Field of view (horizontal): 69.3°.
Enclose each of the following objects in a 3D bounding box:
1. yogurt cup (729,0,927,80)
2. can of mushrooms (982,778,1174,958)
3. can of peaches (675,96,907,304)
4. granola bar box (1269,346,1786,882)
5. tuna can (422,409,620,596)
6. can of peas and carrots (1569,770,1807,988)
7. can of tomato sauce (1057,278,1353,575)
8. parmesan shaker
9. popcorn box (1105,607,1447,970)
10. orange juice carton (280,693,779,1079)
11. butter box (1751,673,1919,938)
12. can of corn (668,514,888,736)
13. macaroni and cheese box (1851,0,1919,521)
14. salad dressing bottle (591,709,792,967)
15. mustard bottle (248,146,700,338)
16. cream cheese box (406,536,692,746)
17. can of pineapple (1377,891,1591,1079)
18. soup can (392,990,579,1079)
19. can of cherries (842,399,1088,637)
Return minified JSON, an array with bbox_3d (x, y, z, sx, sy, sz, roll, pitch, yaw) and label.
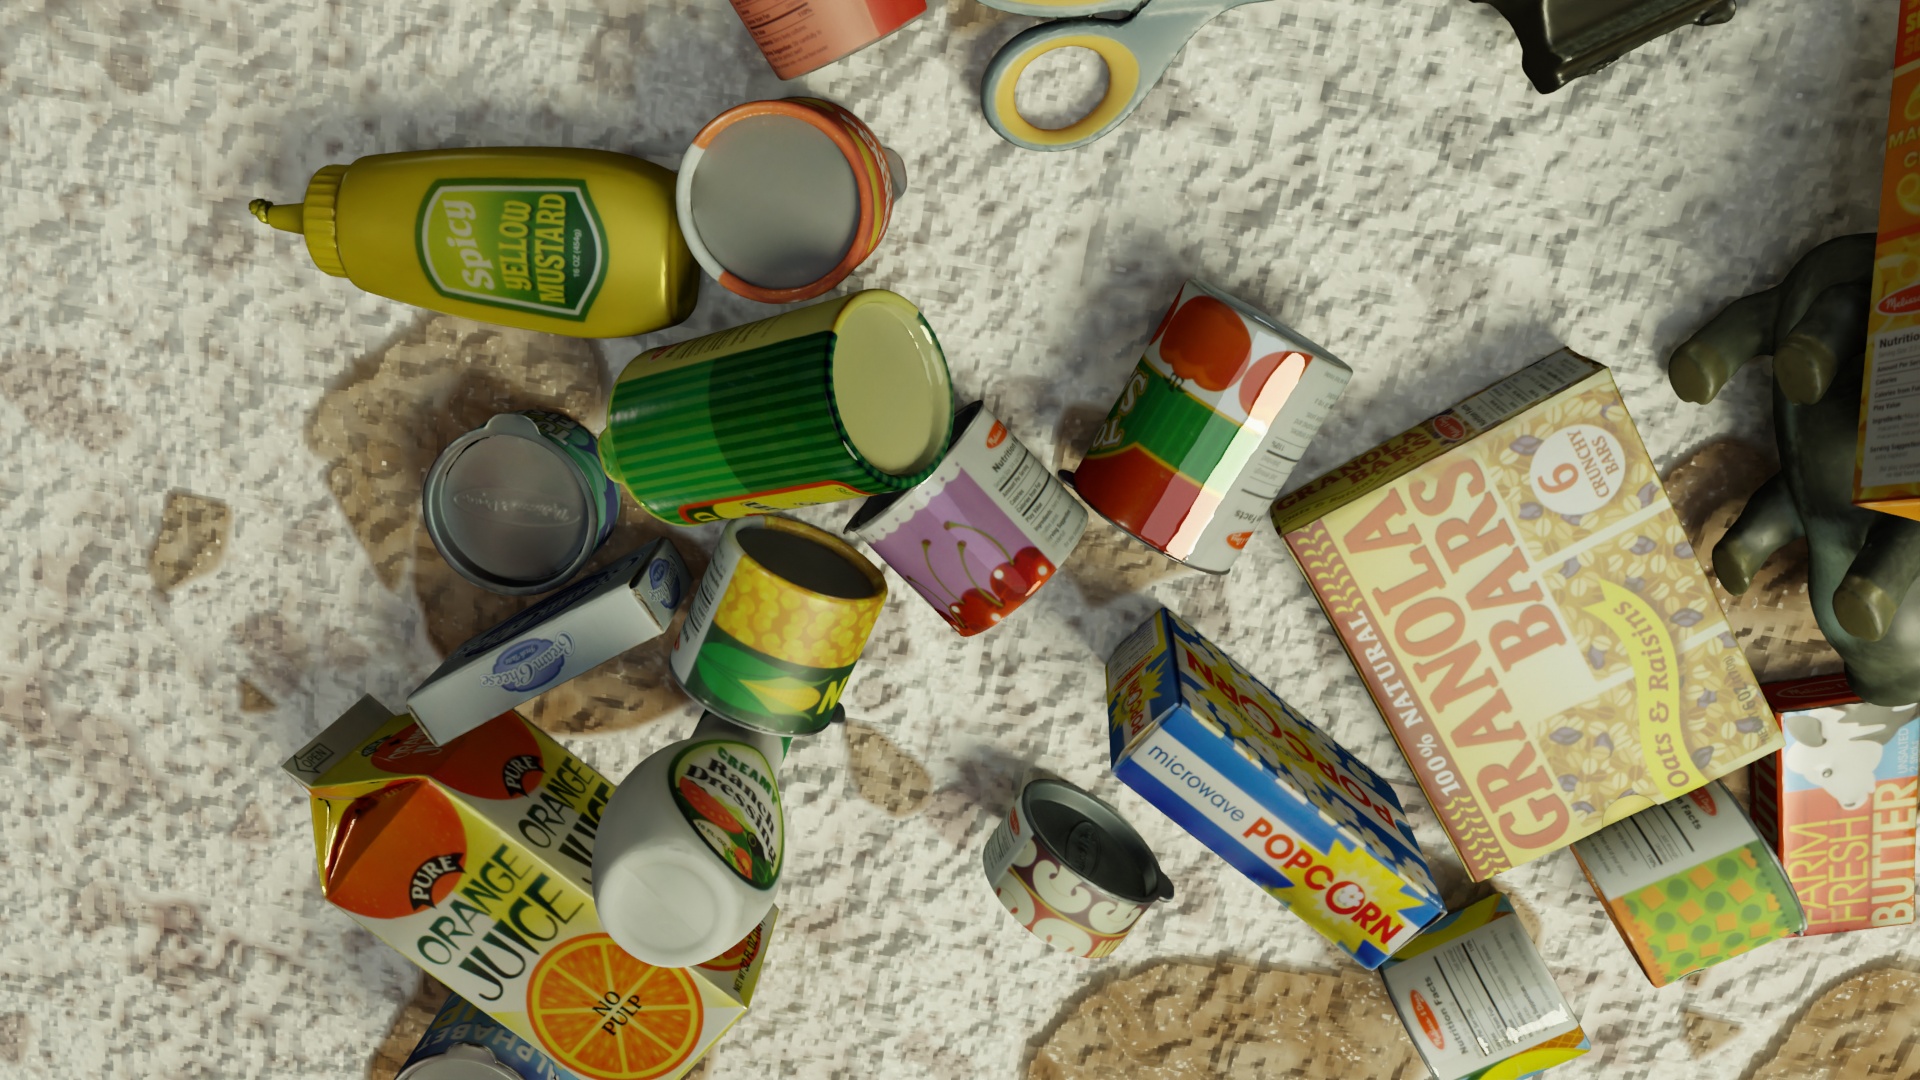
[{"bbox_3d":[-0.046,-0.185,0.450,0.072,0.073,0.053,-22,113,10],"label":"yogurt cup"},{"bbox_3d":[0.045,0.129,0.543,0.071,0.071,0.033,32,108,-7],"label":"can of mushrooms"},{"bbox_3d":[-0.056,-0.118,0.474,0.071,0.058,0.071,1,108,4],"label":"can of peaches"},{"bbox_3d":[0.209,0.031,0.516,0.124,0.039,0.165,-29,104,12],"label":"granola bar box"},{"bbox_3d":[-0.165,-0.017,0.526,0.071,0.033,0.070,1,108,3],"label":"tuna can"},{"bbox_3d":[0.275,0.130,0.529,0.058,0.071,0.071,-29,104,13],"label":"can of peas and carrots"},{"bbox_3d":[0.085,-0.041,0.487,0.071,0.071,0.083,28,107,-6],"label":"can of tomato sauce"},{"bbox_3d":[-0.063,-0.042,0.470,0.103,0.072,0.071,-7,110,37],"label":"parmesan shaker"},{"bbox_3d":[0.112,0.089,0.516,0.126,0.085,0.038,38,108,-9],"label":"popcorn box"},{"bbox_3d":[-0.174,0.133,0.555,0.192,0.072,0.073,40,105,-9],"label":"orange juice carton"},{"bbox_3d":[0.338,0.103,0.539,0.053,0.024,0.103,-9,107,6],"label":"butter box"},{"bbox_3d":[-0.065,0.031,0.519,0.071,0.071,0.058,24,108,-4],"label":"can of corn"},{"bbox_3d":[0.342,-0.081,0.423,0.124,0.040,0.166,11,84,-16],"label":"macaroni and cheese box"},{"bbox_3d":[-0.087,0.091,0.496,0.044,0.148,0.064,-40,102,14],"label":"salad dressing bottle"},{"bbox_3d":[-0.174,-0.108,0.489,0.160,0.049,0.065,4,107,2],"label":"mustard bottle"},{"bbox_3d":[-0.156,0.038,0.533,0.103,0.053,0.024,-27,107,11],"label":"cream cheese box"},{"bbox_3d":[0.206,0.182,0.552,0.058,0.071,0.071,-29,104,12],"label":"can of pineapple"},{"bbox_3d":[-0.188,0.211,0.574,0.071,0.084,0.071,1,108,3],"label":"soup can"},{"bbox_3d":[0.002,-0.006,0.504,0.071,0.072,0.058,-42,102,15],"label":"can of cherries"}]
